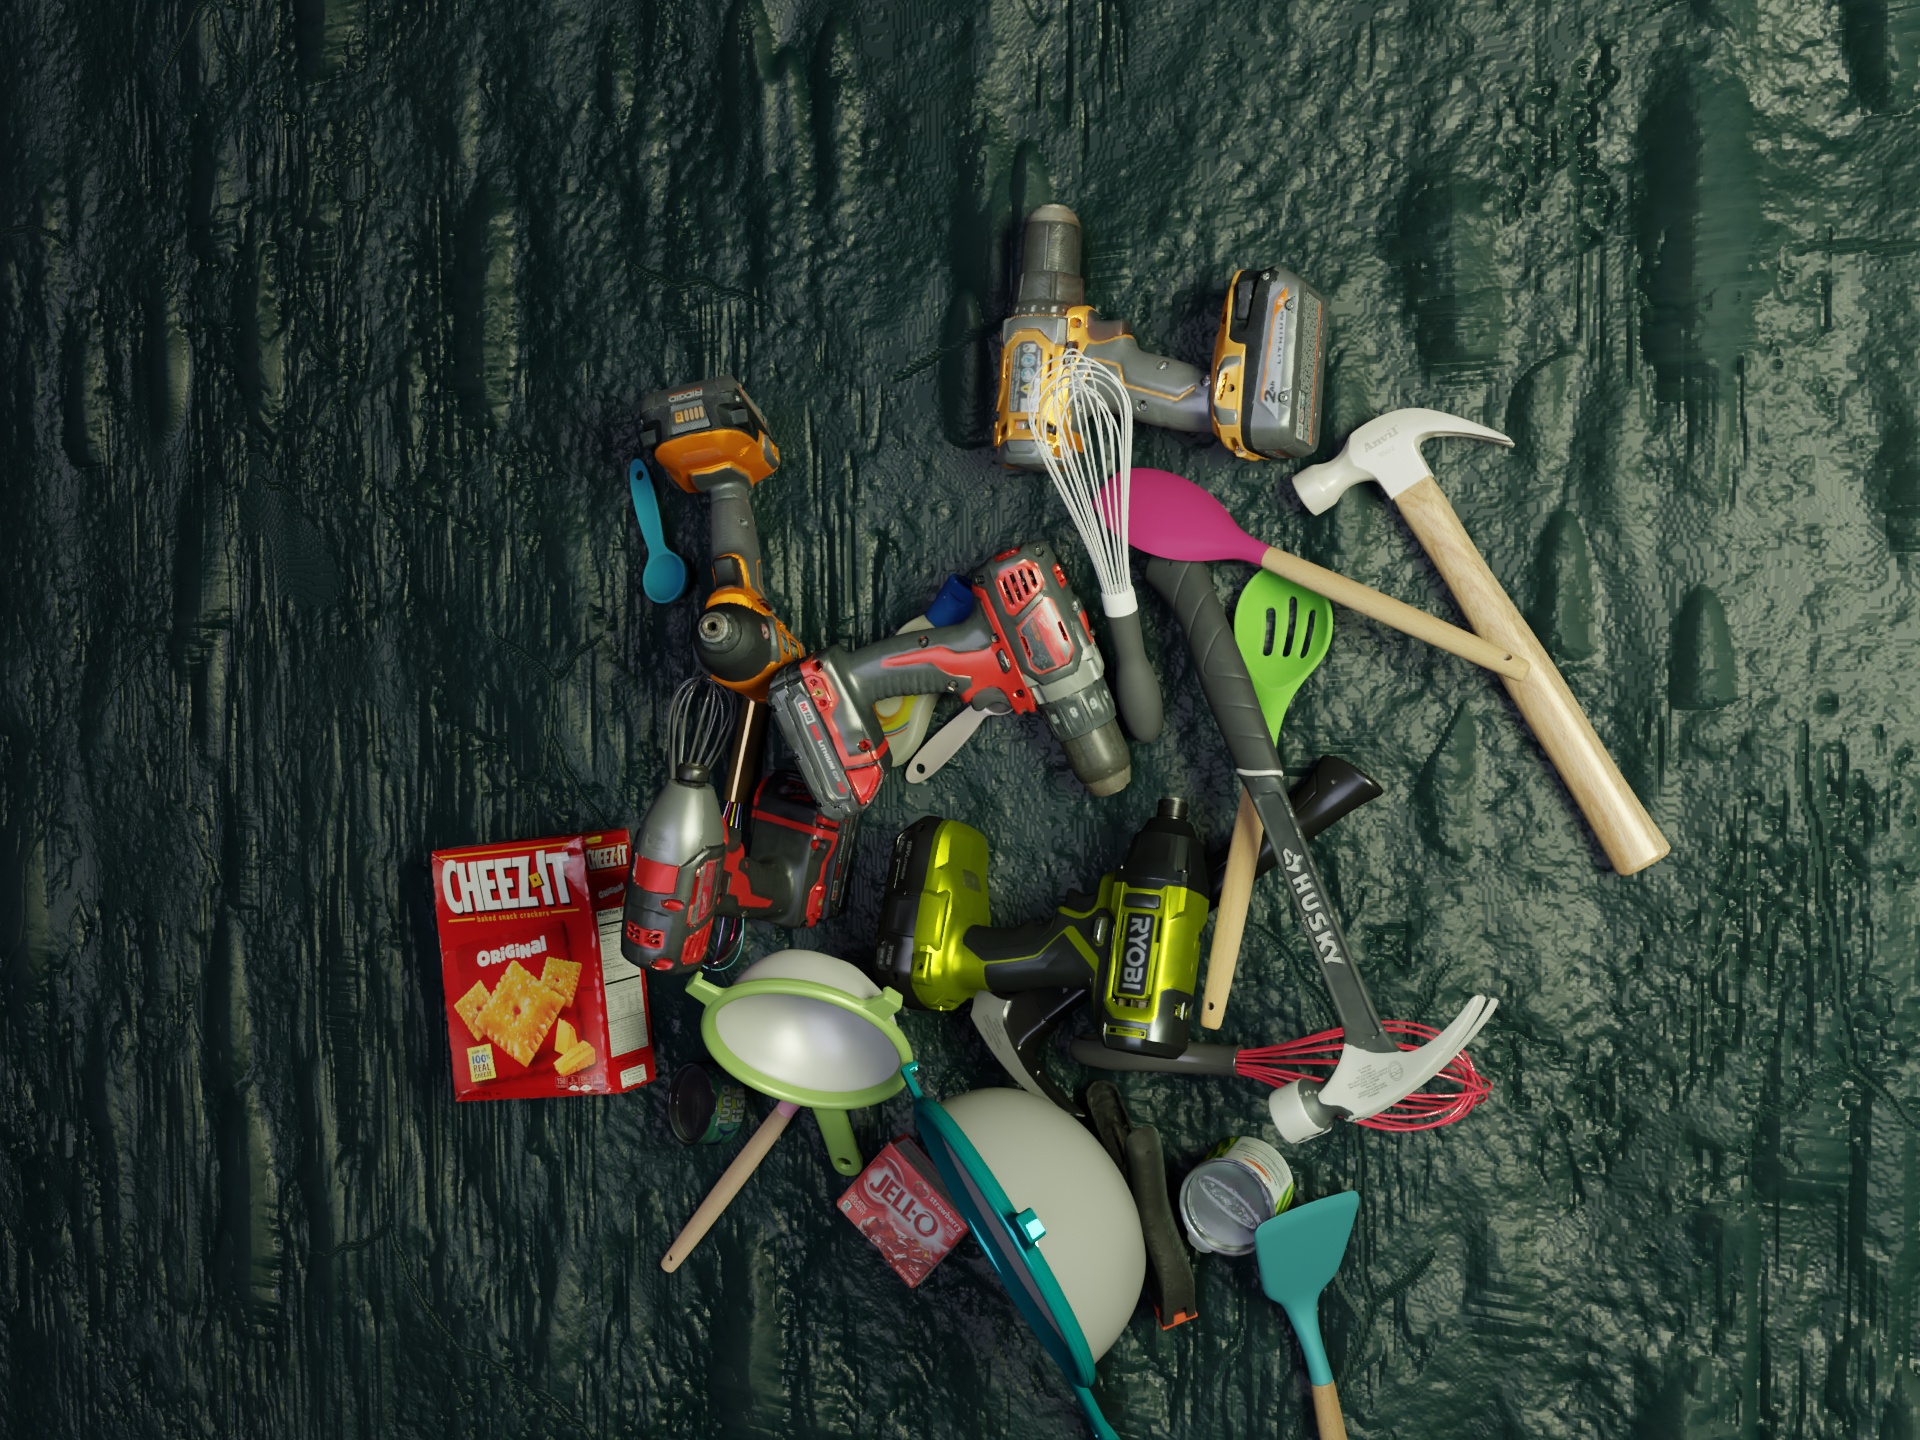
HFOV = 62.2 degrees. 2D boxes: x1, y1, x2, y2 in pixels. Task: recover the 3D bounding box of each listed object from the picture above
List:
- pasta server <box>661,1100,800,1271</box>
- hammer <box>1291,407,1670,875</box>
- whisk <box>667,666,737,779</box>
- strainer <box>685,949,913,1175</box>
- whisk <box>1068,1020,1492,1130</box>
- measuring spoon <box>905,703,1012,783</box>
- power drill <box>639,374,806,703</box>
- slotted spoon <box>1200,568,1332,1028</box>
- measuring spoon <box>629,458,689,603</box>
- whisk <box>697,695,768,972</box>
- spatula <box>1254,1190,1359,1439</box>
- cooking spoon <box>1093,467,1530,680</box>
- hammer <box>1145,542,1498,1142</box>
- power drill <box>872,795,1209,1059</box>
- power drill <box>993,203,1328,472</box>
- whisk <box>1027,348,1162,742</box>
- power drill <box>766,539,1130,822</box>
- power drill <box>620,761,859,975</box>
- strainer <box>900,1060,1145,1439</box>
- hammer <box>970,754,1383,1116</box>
[{"bbox_3d":[-0.159,0.330,1.263,0.060,0.040,0.316,46,110,28],"label":"pasta server"},{"bbox_3d":[0.351,-0.054,1.019,0.130,0.031,0.331,-33,79,22],"label":"hammer"},{"bbox_3d":[-0.228,0.065,1.280,0.055,0.055,0.239,24,106,22],"label":"whisk"},{"bbox_3d":[-0.096,0.244,1.163,0.151,0.069,0.256,2,137,12],"label":"strainer"},{"bbox_3d":[0.208,0.234,1.082,0.296,0.073,0.073,-1,92,30],"label":"whisk"},{"bbox_3d":[0.002,0.006,1.192,0.124,0.018,0.034,-44,81,26],"label":"measuring spoon"},{"bbox_3d":[-0.174,-0.132,1.176,0.084,0.164,0.226,-12,81,6],"label":"power drill"},{"bbox_3d":[0.195,0.049,1.061,0.070,0.031,0.314,7,82,33],"label":"slotted spoon"},{"bbox_3d":[-0.246,-0.154,1.297,0.042,0.021,0.129,-23,74,23],"label":"measuring spoon"},{"bbox_3d":[-0.181,0.086,1.260,0.051,0.047,0.245,14,94,24],"label":"whisk"},{"bbox_3d":[0.254,0.476,1.075,0.044,0.082,0.317,171,88,-69],"label":"spatula"},{"bbox_3d":[0.224,-0.098,1.048,0.319,0.017,0.069,29,66,28],"label":"cooking spoon"},{"bbox_3d":[0.202,0.048,1.015,0.149,0.036,0.409,-33,59,29],"label":"hammer"},{"bbox_3d":[0.060,0.133,1.098,0.223,0.080,0.171,1,74,31],"label":"power drill"},{"bbox_3d":[0.130,-0.263,1.087,0.226,0.084,0.185,5,93,29],"label":"power drill"},{"bbox_3d":[0.101,-0.111,1.072,0.070,0.070,0.284,-3,118,24],"label":"whisk"},{"bbox_3d":[-0.002,-0.004,1.131,0.226,0.080,0.188,-23,99,9],"label":"power drill"},{"bbox_3d":[-0.160,0.095,1.152,0.078,0.219,0.143,13,98,23],"label":"power drill"},{"bbox_3d":[0.082,0.374,1.086,0.095,0.211,0.340,-30,119,-13],"label":"strainer"},{"bbox_3d":[0.149,0.138,1.102,0.334,0.035,0.146,-39,56,17],"label":"hammer"}]
